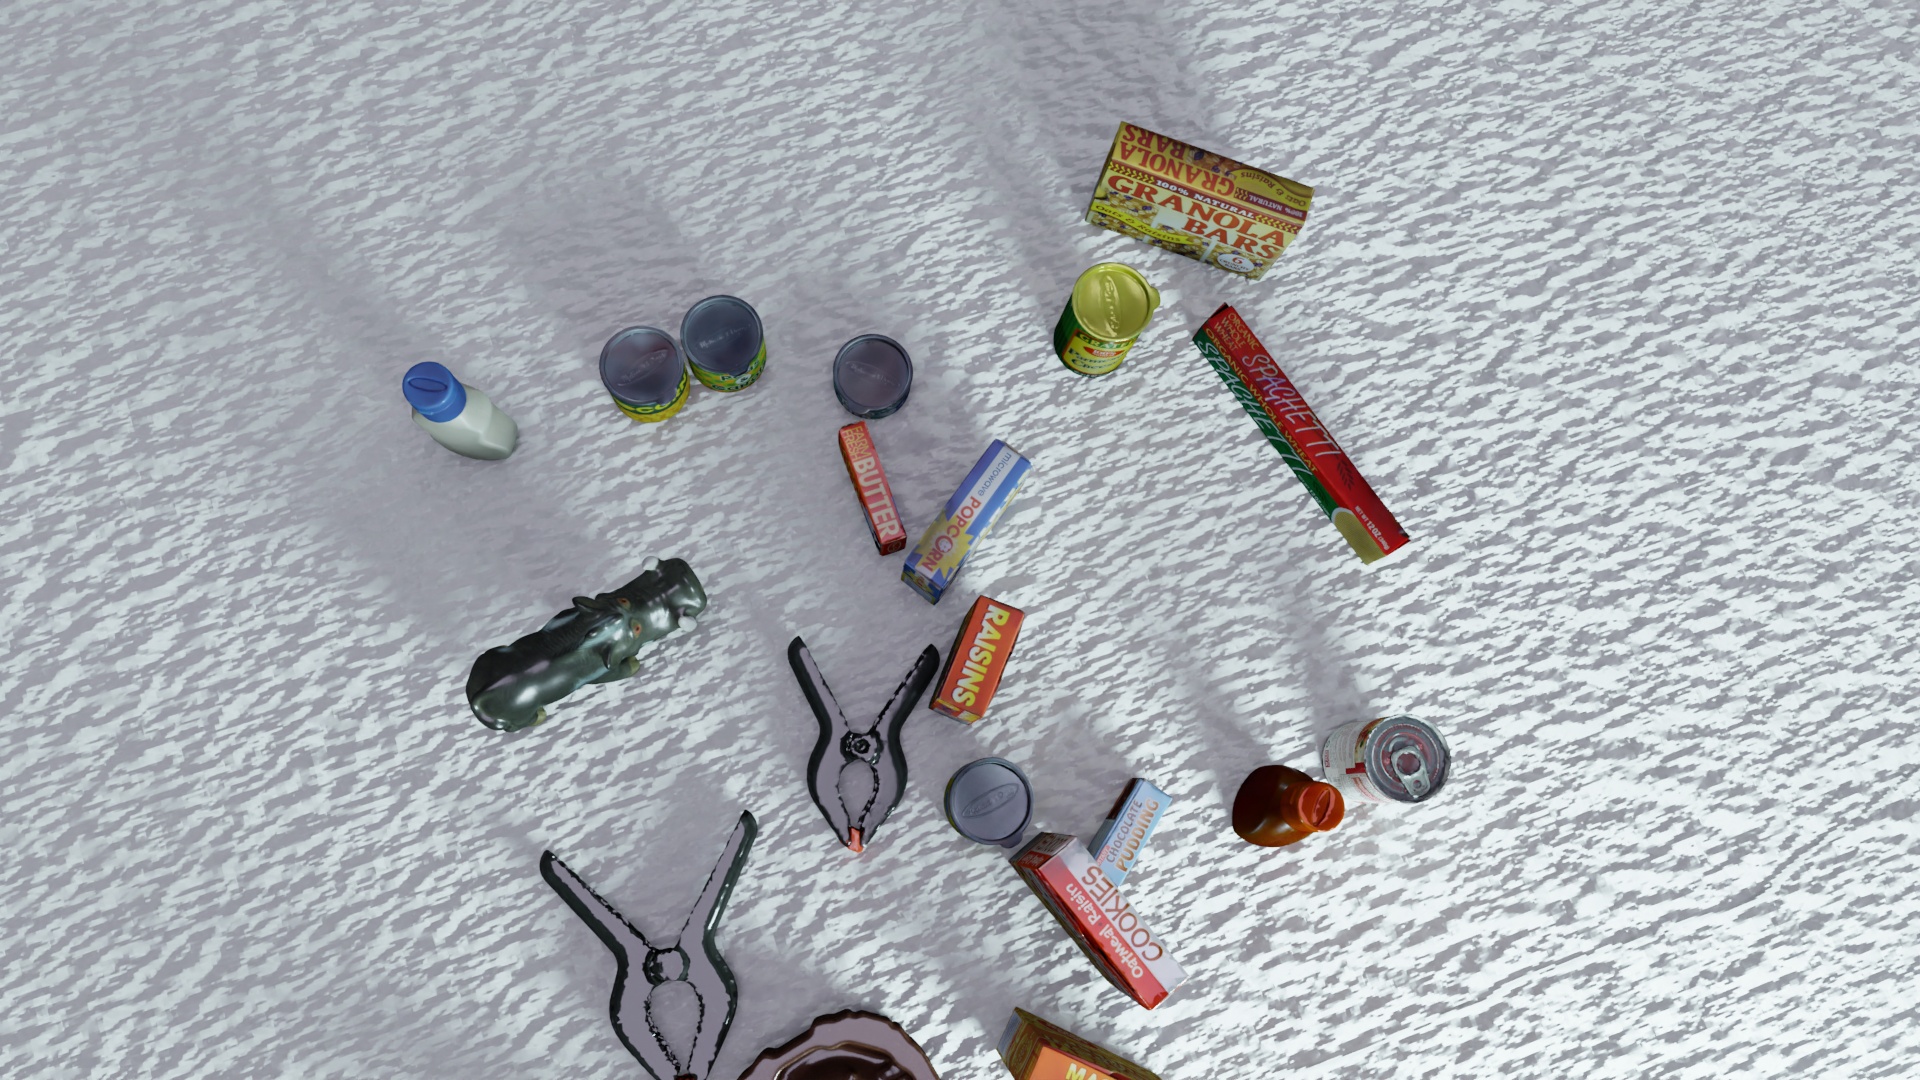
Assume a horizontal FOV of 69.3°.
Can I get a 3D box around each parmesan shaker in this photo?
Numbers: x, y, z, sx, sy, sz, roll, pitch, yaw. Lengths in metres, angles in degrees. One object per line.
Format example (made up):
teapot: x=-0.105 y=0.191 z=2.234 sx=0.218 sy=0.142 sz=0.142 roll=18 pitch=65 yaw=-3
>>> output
parmesan shaker: x=0.119 y=-0.179 z=1.146 sx=0.071 sy=0.103 sz=0.071 roll=1 pitch=79 yaw=-5

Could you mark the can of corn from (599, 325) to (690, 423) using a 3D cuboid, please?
can of corn: x=-0.253 y=-0.132 z=1.127 sx=0.071 sy=0.058 sz=0.071 roll=1 pitch=79 yaw=-5

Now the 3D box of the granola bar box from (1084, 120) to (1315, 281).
granola bar box: x=0.195 y=-0.280 z=1.162 sx=0.166 sy=0.124 sz=0.039 roll=19 pitch=78 yaw=-1

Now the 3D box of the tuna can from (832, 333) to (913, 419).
tuna can: x=-0.074 y=-0.133 z=1.156 sx=0.071 sy=0.032 sz=0.071 roll=1 pitch=79 yaw=-5

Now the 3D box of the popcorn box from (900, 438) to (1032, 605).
popcorn box: x=0.004 y=-0.014 z=1.112 sx=0.038 sy=0.085 sz=0.127 roll=36 pitch=78 yaw=2

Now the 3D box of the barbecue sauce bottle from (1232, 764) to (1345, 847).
barbecue sauce bottle: x=0.249 y=0.202 z=1.057 sx=0.044 sy=0.148 sz=0.065 roll=24 pitch=78 yaw=0

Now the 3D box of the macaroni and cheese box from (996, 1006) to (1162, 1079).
macaroni and cheese box: x=0.096 y=0.389 z=0.997 sx=0.124 sy=0.166 sz=0.040 roll=25 pitch=78 yaw=0

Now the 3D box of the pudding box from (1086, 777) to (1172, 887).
pudding box: x=0.129 y=0.229 z=1.092 sx=0.030 sy=0.049 sz=0.084 roll=33 pitch=78 yaw=2

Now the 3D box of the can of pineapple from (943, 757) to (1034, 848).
can of pineapple: x=0.022 y=0.205 z=1.083 sx=0.071 sy=0.057 sz=0.071 roll=1 pitch=79 yaw=-5

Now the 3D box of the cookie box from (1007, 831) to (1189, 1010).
cookie box: x=0.096 y=0.275 z=1.020 sx=0.040 sy=0.167 sz=0.123 roll=-39 pitch=85 yaw=-10

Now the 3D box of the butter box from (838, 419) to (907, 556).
butter box: x=-0.072 y=-0.042 z=1.127 sx=0.024 sy=0.053 sz=0.103 roll=-19 pitch=81 yaw=-8

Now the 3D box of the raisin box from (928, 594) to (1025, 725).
raisin box: x=0.011 y=0.095 z=1.071 sx=0.040 sy=0.123 sz=0.086 roll=23 pitch=78 yaw=0

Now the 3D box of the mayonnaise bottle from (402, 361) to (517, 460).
mayonnaise bottle: x=-0.386 y=-0.098 z=1.063 sx=0.065 sy=0.148 sz=0.041 roll=10 pitch=79 yaw=-3

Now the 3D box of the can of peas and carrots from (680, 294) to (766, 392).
can of peas and carrots: x=-0.192 y=-0.158 z=1.137 sx=0.071 sy=0.058 sz=0.071 roll=1 pitch=79 yaw=-5

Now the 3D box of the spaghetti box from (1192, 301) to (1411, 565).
spaghetti box: x=0.284 y=-0.089 z=1.169 sx=0.029 sy=0.050 sz=0.250 roll=-35 pitch=84 yaw=-10
